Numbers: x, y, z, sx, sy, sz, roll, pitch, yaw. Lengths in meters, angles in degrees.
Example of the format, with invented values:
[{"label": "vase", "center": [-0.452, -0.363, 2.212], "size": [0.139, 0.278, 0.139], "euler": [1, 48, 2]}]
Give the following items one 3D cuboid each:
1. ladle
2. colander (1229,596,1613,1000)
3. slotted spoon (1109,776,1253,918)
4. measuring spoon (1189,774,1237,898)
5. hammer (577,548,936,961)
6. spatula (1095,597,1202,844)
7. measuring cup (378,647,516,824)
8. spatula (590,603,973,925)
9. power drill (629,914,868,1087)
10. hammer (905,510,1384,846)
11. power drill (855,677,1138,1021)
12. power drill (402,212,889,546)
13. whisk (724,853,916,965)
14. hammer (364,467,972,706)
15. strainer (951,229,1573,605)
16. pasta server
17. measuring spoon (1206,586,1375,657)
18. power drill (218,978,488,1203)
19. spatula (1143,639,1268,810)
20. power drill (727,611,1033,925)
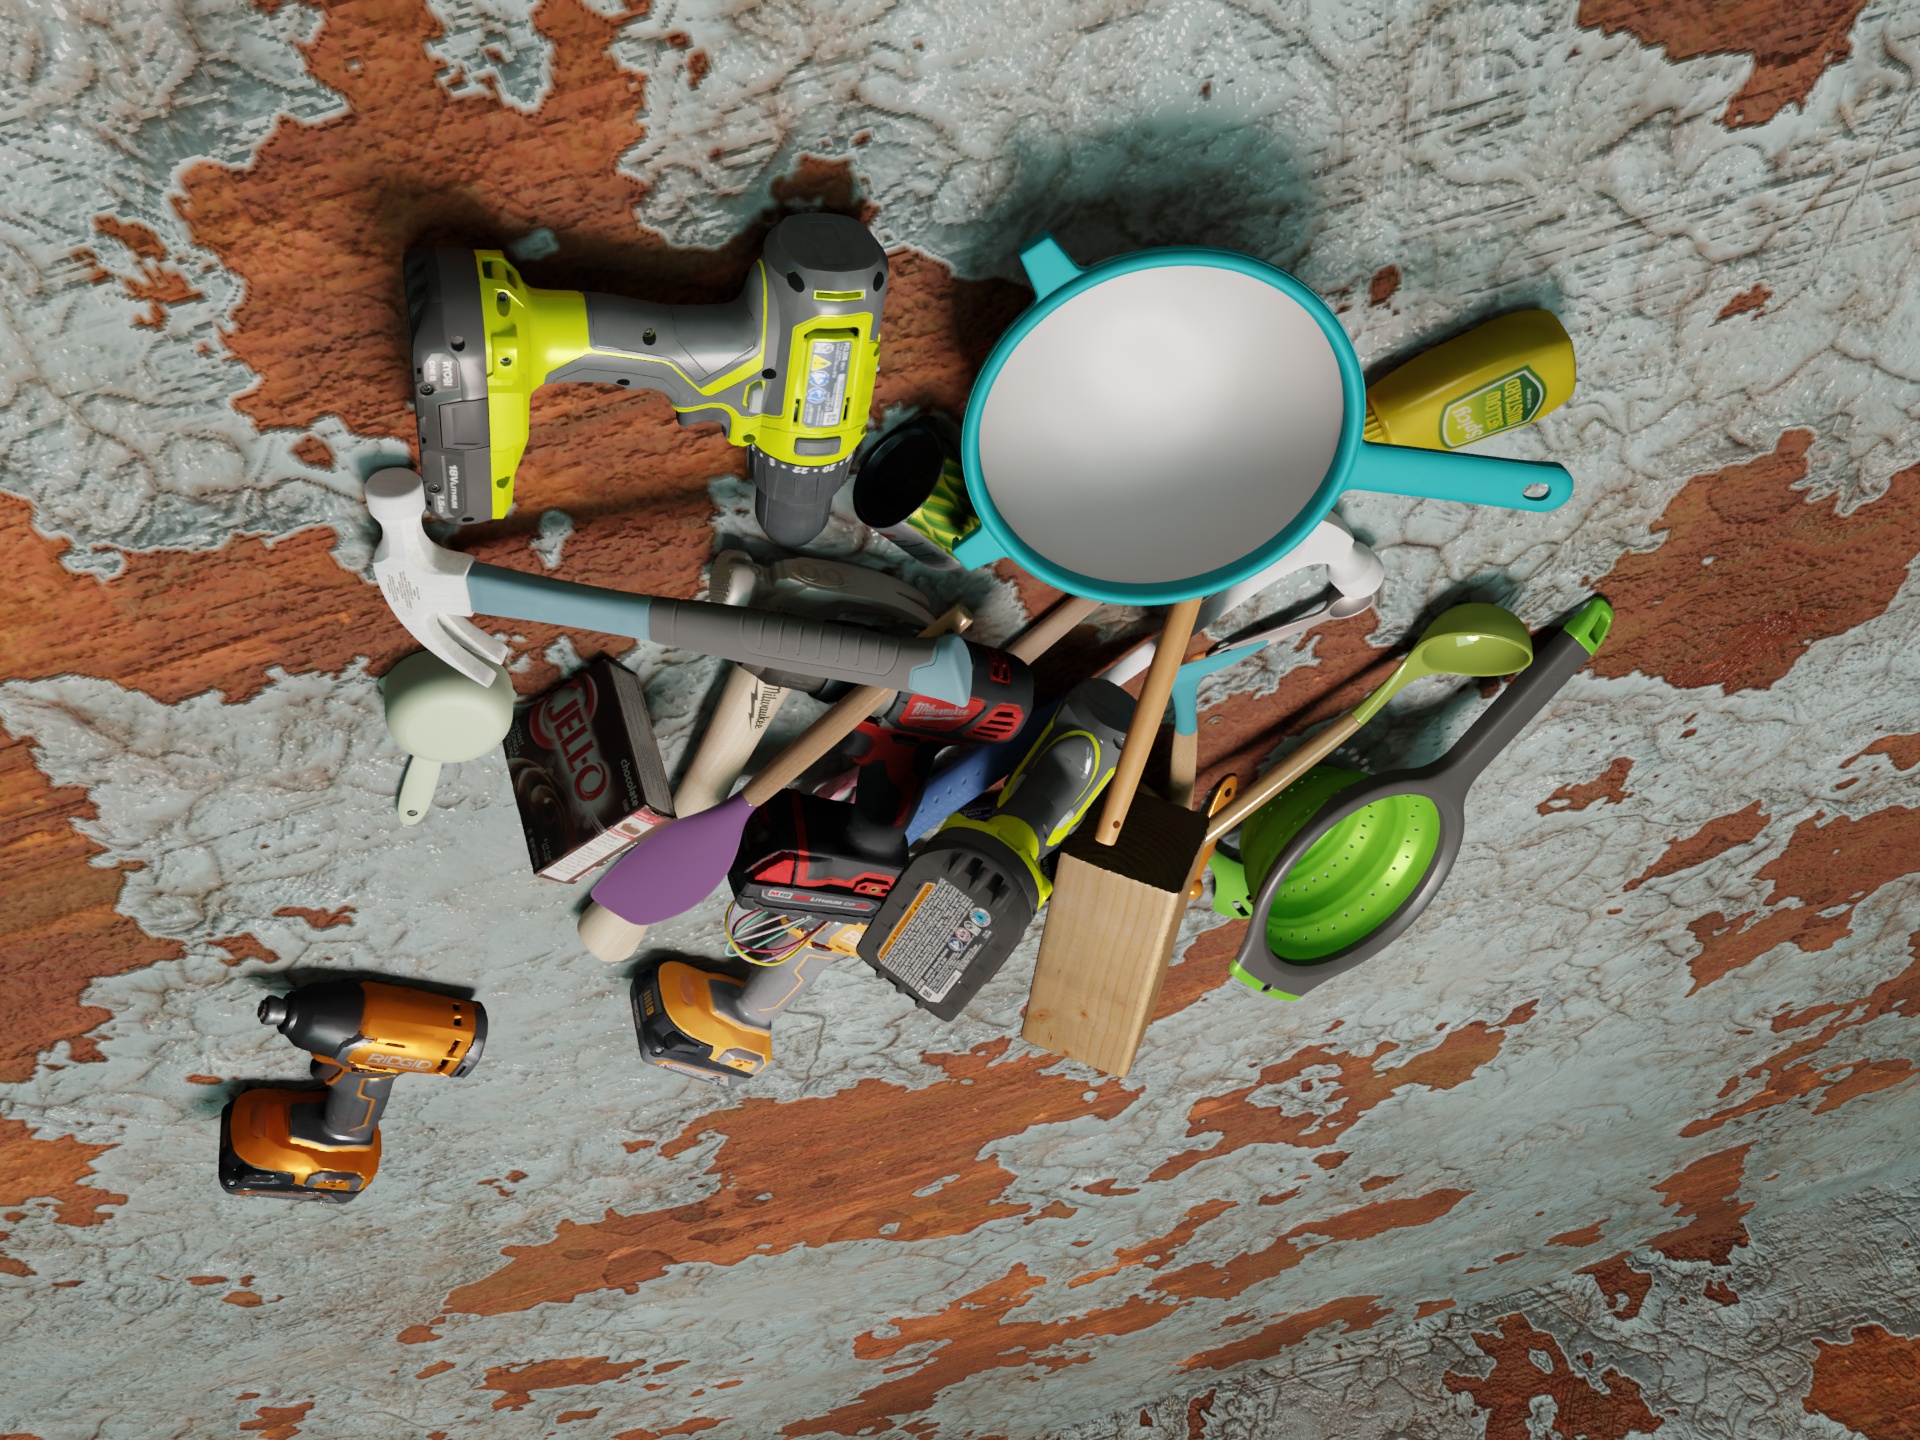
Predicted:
[{"label": "ladle", "center": [0.278, 0.023, 1.177], "size": [0.320, 0.062, 0.078], "euler": [-40, 141, 16]}, {"label": "colander", "center": [0.343, 0.043, 1.250], "size": [0.397, 0.095, 0.204], "euler": [-50, 135, 11]}, {"label": "slotted spoon", "center": [0.189, 0.099, 1.297], "size": [0.070, 0.031, 0.313], "euler": [-36, 137, 15]}, {"label": "measuring spoon", "center": [0.202, 0.096, 1.277], "size": [0.021, 0.011, 0.116], "euler": [-2, 120, -33]}, {"label": "hammer", "center": [-0.164, 0.043, 1.088], "size": [0.146, 0.038, 0.410], "euler": [7, 137, -30]}, {"label": "spatula", "center": [0.142, -0.074, 0.958], "size": [0.081, 0.041, 0.322], "euler": [14, 99, -29]}, {"label": "measuring cup", "center": [-0.330, 0.024, 0.997], "size": [0.083, 0.038, 0.167], "euler": [7, 135, -28]}, {"label": "spatula", "center": [-0.107, 0.032, 0.949], "size": [0.059, 0.018, 0.316], "euler": [37, 117, -27]}, {"label": "power drill", "center": [-0.158, 0.184, 1.233], "size": [0.226, 0.084, 0.185], "euler": [-38, 138, 19]}, {"label": "hammer", "center": [0.089, -0.023, 1.099], "size": [0.405, 0.035, 0.144], "euler": [-35, 139, 23]}, {"label": "power drill", "center": [0.029, 0.085, 1.026], "size": [0.080, 0.223, 0.171], "euler": [37, 128, 5]}, {"label": "power drill", "center": [-0.155, -0.160, 0.805], "size": [0.228, 0.080, 0.190], "euler": [-5, 141, -19]}, {"label": "whisk", "center": [-0.084, 0.129, 1.141], "size": [0.245, 0.047, 0.051], "euler": [-14, 133, -55]}, {"label": "hammer", "center": [-0.156, -0.054, 0.874], "size": [0.331, 0.033, 0.128], "euler": [10, 136, 1]}, {"label": "strainer", "center": [0.166, -0.166, 0.871], "size": [0.340, 0.095, 0.210], "euler": [5, 129, -11]}, {"label": "pasta server", "center": [-0.002, -0.003, 1.088], "size": [0.316, 0.040, 0.060], "euler": [-39, 133, 25]}, {"label": "measuring spoon", "center": [0.228, -0.070, 1.114], "size": [0.124, 0.018, 0.034], "euler": [-22, 154, 17]}, {"label": "power drill", "center": [-0.490, 0.281, 1.229], "size": [0.164, 0.084, 0.226], "euler": [20, 125, -37]}, {"label": "spatula", "center": [0.161, 0.028, 1.130], "size": [0.082, 0.044, 0.317], "euler": [-17, 148, -5]}, {"label": "power drill", "center": [-0.080, 0.025, 1.007], "size": [0.187, 0.080, 0.226], "euler": [12, 131, -26]}]
